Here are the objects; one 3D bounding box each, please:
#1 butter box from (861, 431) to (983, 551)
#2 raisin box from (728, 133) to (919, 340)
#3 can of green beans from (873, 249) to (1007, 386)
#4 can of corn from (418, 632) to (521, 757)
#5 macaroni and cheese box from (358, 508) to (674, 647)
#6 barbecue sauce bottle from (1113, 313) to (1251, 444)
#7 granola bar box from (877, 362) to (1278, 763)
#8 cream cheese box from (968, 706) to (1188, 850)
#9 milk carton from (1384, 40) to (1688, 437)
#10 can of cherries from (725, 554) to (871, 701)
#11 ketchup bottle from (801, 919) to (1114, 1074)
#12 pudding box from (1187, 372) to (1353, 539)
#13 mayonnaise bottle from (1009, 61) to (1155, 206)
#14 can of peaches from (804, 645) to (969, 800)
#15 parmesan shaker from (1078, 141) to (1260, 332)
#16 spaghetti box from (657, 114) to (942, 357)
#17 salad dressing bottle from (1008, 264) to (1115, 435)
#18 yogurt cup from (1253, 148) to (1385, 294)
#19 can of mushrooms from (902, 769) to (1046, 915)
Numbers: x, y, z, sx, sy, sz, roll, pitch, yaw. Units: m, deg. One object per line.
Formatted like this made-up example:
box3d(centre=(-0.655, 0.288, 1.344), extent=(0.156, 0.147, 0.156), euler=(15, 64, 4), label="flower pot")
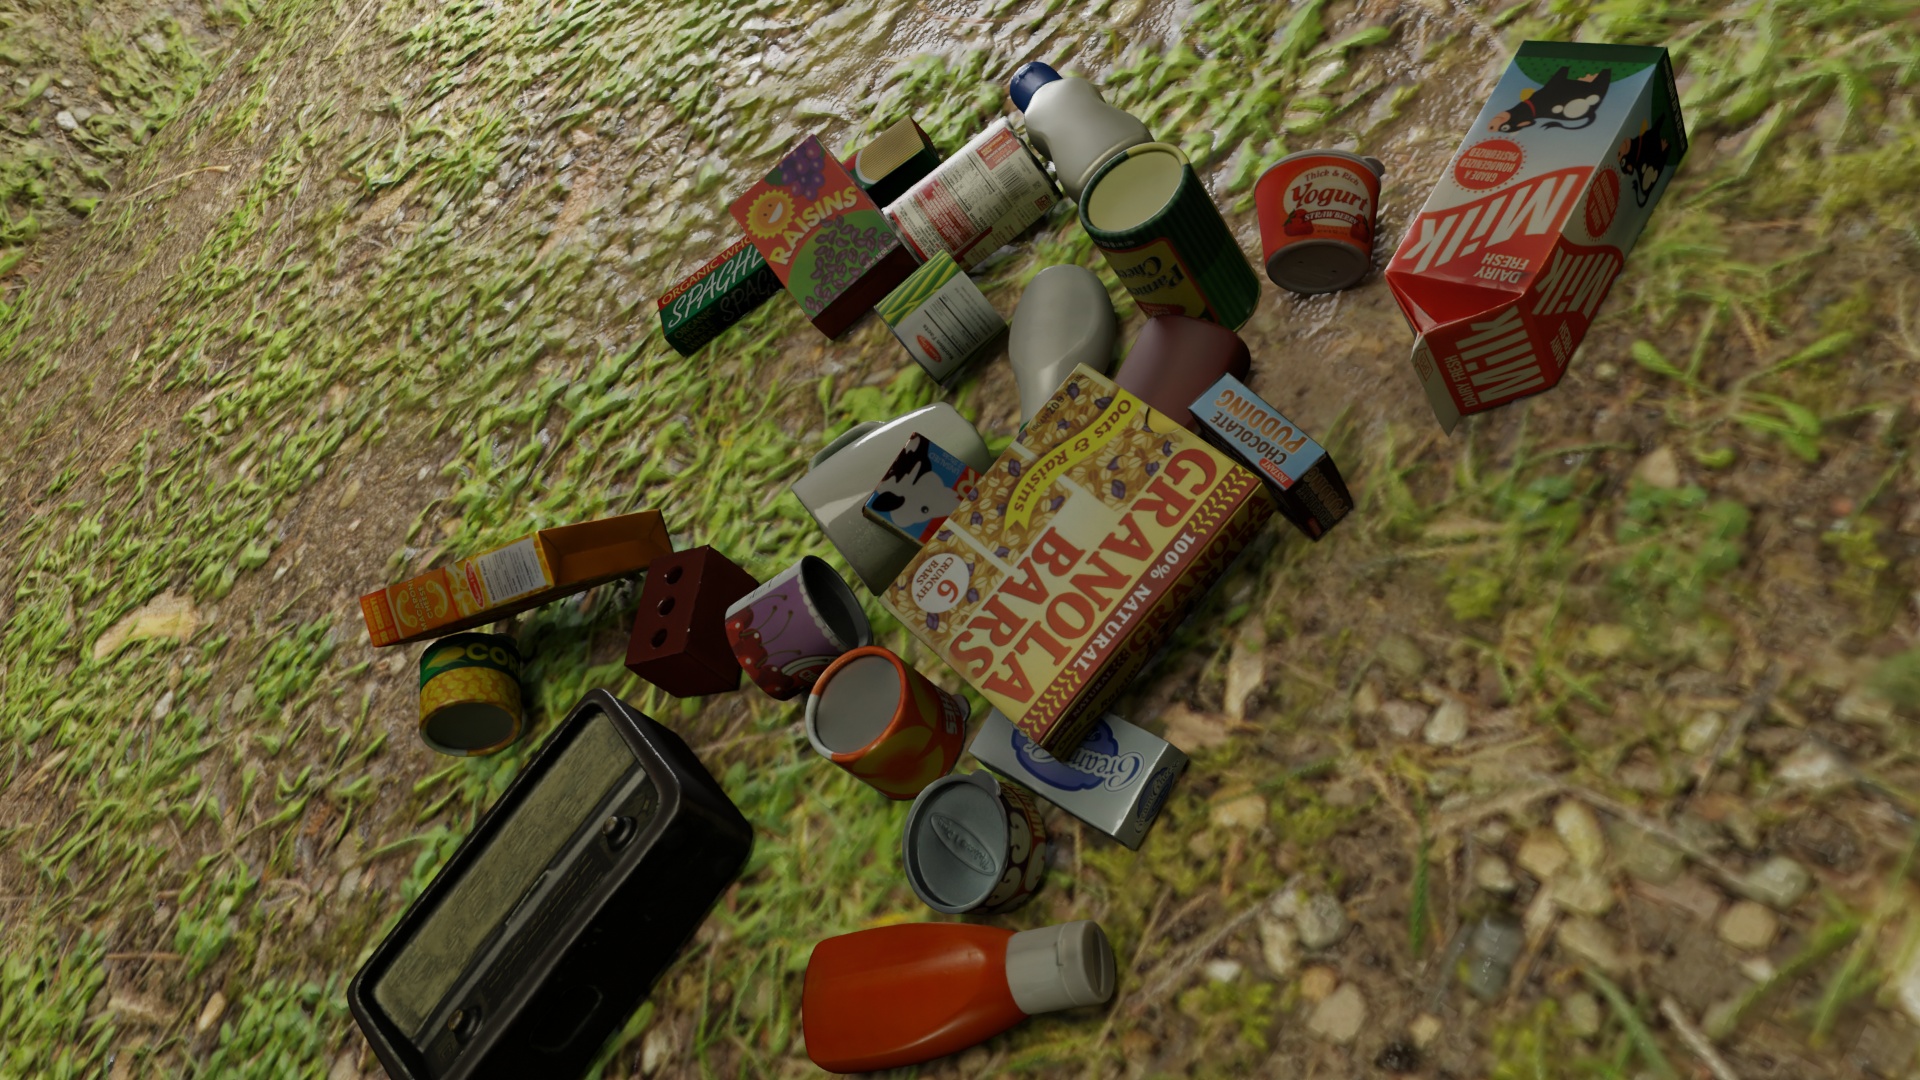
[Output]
box3d(centre=(0.003, -0.010, 0.763), extent=(0.053, 0.103, 0.024), euler=(-57, 1, -11), label="butter box")
box3d(centre=(-0.097, -0.217, 0.988), extent=(0.086, 0.040, 0.123), euler=(-40, 66, 8), label="raisin box")
box3d(centre=(-0.012, -0.141, 0.880), extent=(0.058, 0.071, 0.071), euler=(-40, 45, 6), label="can of green beans")
box3d(centre=(-0.330, 0.104, 0.941), extent=(0.071, 0.071, 0.058), euler=(-32, 47, 15), label="can of corn")
box3d(centre=(-0.297, 0.026, 0.935), extent=(0.166, 0.124, 0.040), euler=(-18, 89, 26), label="macaroni and cheese box")
box3d(centre=(0.099, -0.051, 0.752), extent=(0.065, 0.043, 0.149), euler=(19, 74, 35), label="barbecue sauce bottle")
box3d(centre=(0.056, 0.007, 0.693), extent=(0.124, 0.039, 0.165), euler=(39, 87, 34), label="granola bar box")
box3d(centre=(0.057, 0.106, 0.687), extent=(0.104, 0.024, 0.053), euler=(22, 76, 44), label="cream cheese box")
box3d(centre=(0.271, -0.145, 0.671), extent=(0.073, 0.072, 0.191), euler=(22, 75, 43), label="milk carton")
box3d(centre=(-0.093, 0.053, 0.805), extent=(0.058, 0.071, 0.072), euler=(-33, 46, 14), label="can of cherries")
box3d(centre=(-0.003, 0.207, 0.646), extent=(0.148, 0.043, 0.065), euler=(-18, 52, 25), label="ketchup bottle")
box3d(centre=(0.156, -0.043, 0.700), extent=(0.030, 0.049, 0.084), euler=(-42, 46, 3), label="pudding box")
box3d(centre=(0.076, -0.276, 0.928), extent=(0.064, 0.041, 0.149), euler=(-37, 44, 8), label="mayonnaise bottle")
box3d(centre=(-0.039, 0.095, 0.740), extent=(0.071, 0.058, 0.071), euler=(-19, 51, 26), label="can of peaches")
box3d(centre=(0.115, -0.163, 0.776), extent=(0.071, 0.103, 0.071), euler=(-19, 51, 26), label="parmesan shaker")
box3d(centre=(-0.125, -0.228, 1.050), extent=(0.249, 0.028, 0.050), euler=(-33, 47, 13), label="spaghetti box")
box3d(centre=(0.056, -0.092, 0.813), extent=(0.064, 0.044, 0.148), euler=(-9, 57, 29), label="salad dressing bottle")
box3d(centre=(0.193, -0.170, 0.753), extent=(0.072, 0.072, 0.054), euler=(-9, 64, 32), label="yogurt cup")
box3d(centre=(0.008, 0.146, 0.677), extent=(0.071, 0.033, 0.071), euler=(-14, 67, 37), label="can of mushrooms")
